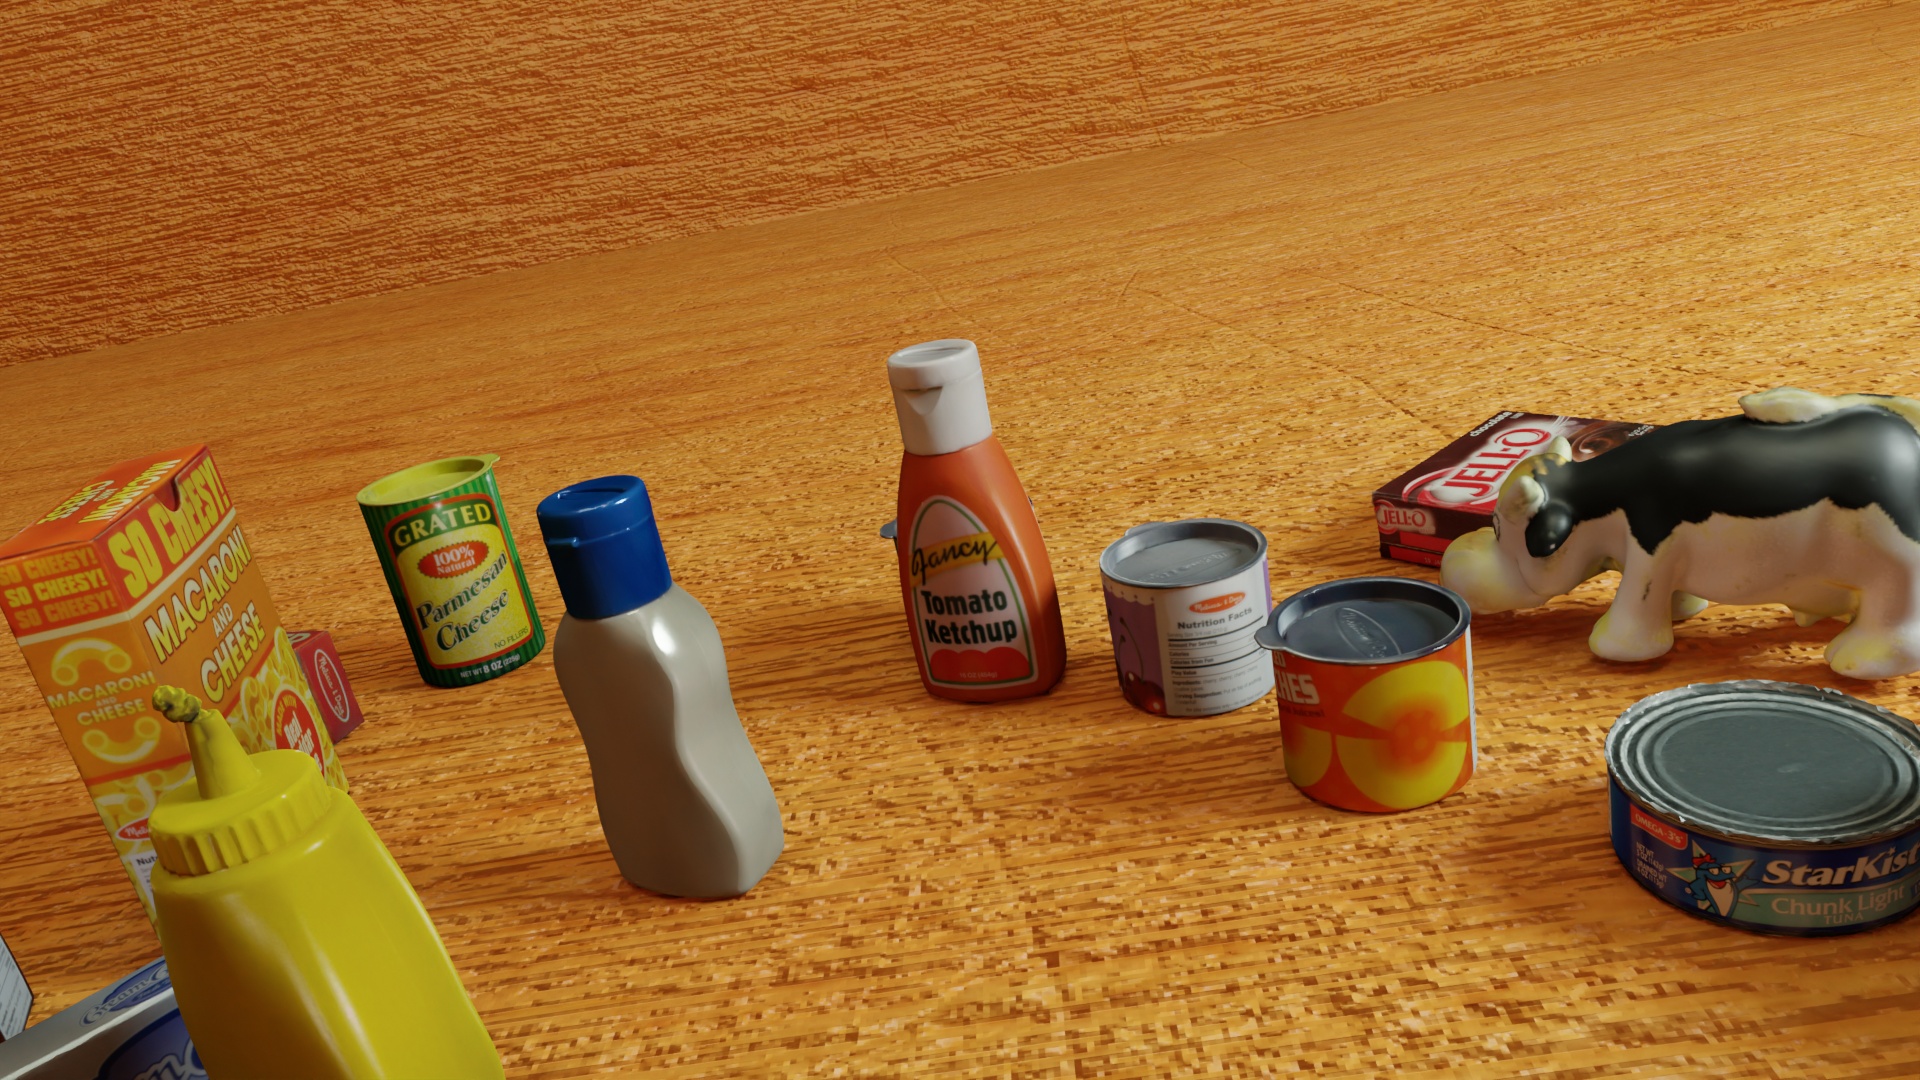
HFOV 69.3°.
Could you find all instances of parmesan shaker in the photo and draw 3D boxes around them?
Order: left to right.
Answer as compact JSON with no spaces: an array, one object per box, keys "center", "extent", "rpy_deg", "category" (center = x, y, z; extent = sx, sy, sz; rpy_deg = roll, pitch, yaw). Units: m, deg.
[{"center":[-0.257,0.015,0.714],"extent":[0.071,0.102,0.071],"rpy_deg":[-10,21,4],"category":"parmesan shaker"}]

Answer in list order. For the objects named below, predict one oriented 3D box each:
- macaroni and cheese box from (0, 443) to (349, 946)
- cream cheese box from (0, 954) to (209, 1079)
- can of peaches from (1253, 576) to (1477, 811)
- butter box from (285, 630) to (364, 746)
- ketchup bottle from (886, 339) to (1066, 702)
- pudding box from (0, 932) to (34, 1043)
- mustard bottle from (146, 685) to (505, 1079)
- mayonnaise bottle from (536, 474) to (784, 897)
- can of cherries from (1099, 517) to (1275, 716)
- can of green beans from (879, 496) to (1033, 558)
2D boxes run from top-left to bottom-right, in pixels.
[{"center":[-0.293,0.059,0.532],"extent":[0.040,0.165,0.124],"rpy_deg":[-14,21,-7],"category":"macaroni and cheese box"},{"center":[-0.233,0.153,0.417],"extent":[0.104,0.053,0.024],"rpy_deg":[-29,26,-38],"category":"cream cheese box"},{"center":[0.139,0.052,0.477],"extent":[0.071,0.058,0.071],"rpy_deg":[-10,21,4],"category":"can of peaches"},{"center":[-0.348,0.073,0.682],"extent":[0.103,0.053,0.024],"rpy_deg":[-3,22,22],"category":"butter box"},{"center":[0.002,-0.007,0.573],"extent":[0.064,0.148,0.044],"rpy_deg":[-3,22,21],"category":"ketchup bottle"},{"center":[-0.338,0.159,0.459],"extent":[0.030,0.049,0.084],"rpy_deg":[-19,22,-20],"category":"pudding box"},{"center":[-0.167,0.105,0.356],"extent":[0.065,0.159,0.049],"rpy_deg":[-4,22,18],"category":"mustard bottle"},{"center":[-0.107,0.052,0.479],"extent":[0.065,0.147,0.041],"rpy_deg":[-1,23,26],"category":"mayonnaise bottle"},{"center":[0.092,0.029,0.559],"extent":[0.071,0.058,0.072],"rpy_deg":[-10,21,4],"category":"can of cherries"},{"center":[0.006,0.014,0.642],"extent":[0.071,0.057,0.071],"rpy_deg":[-10,21,4],"category":"can of green beans"}]
